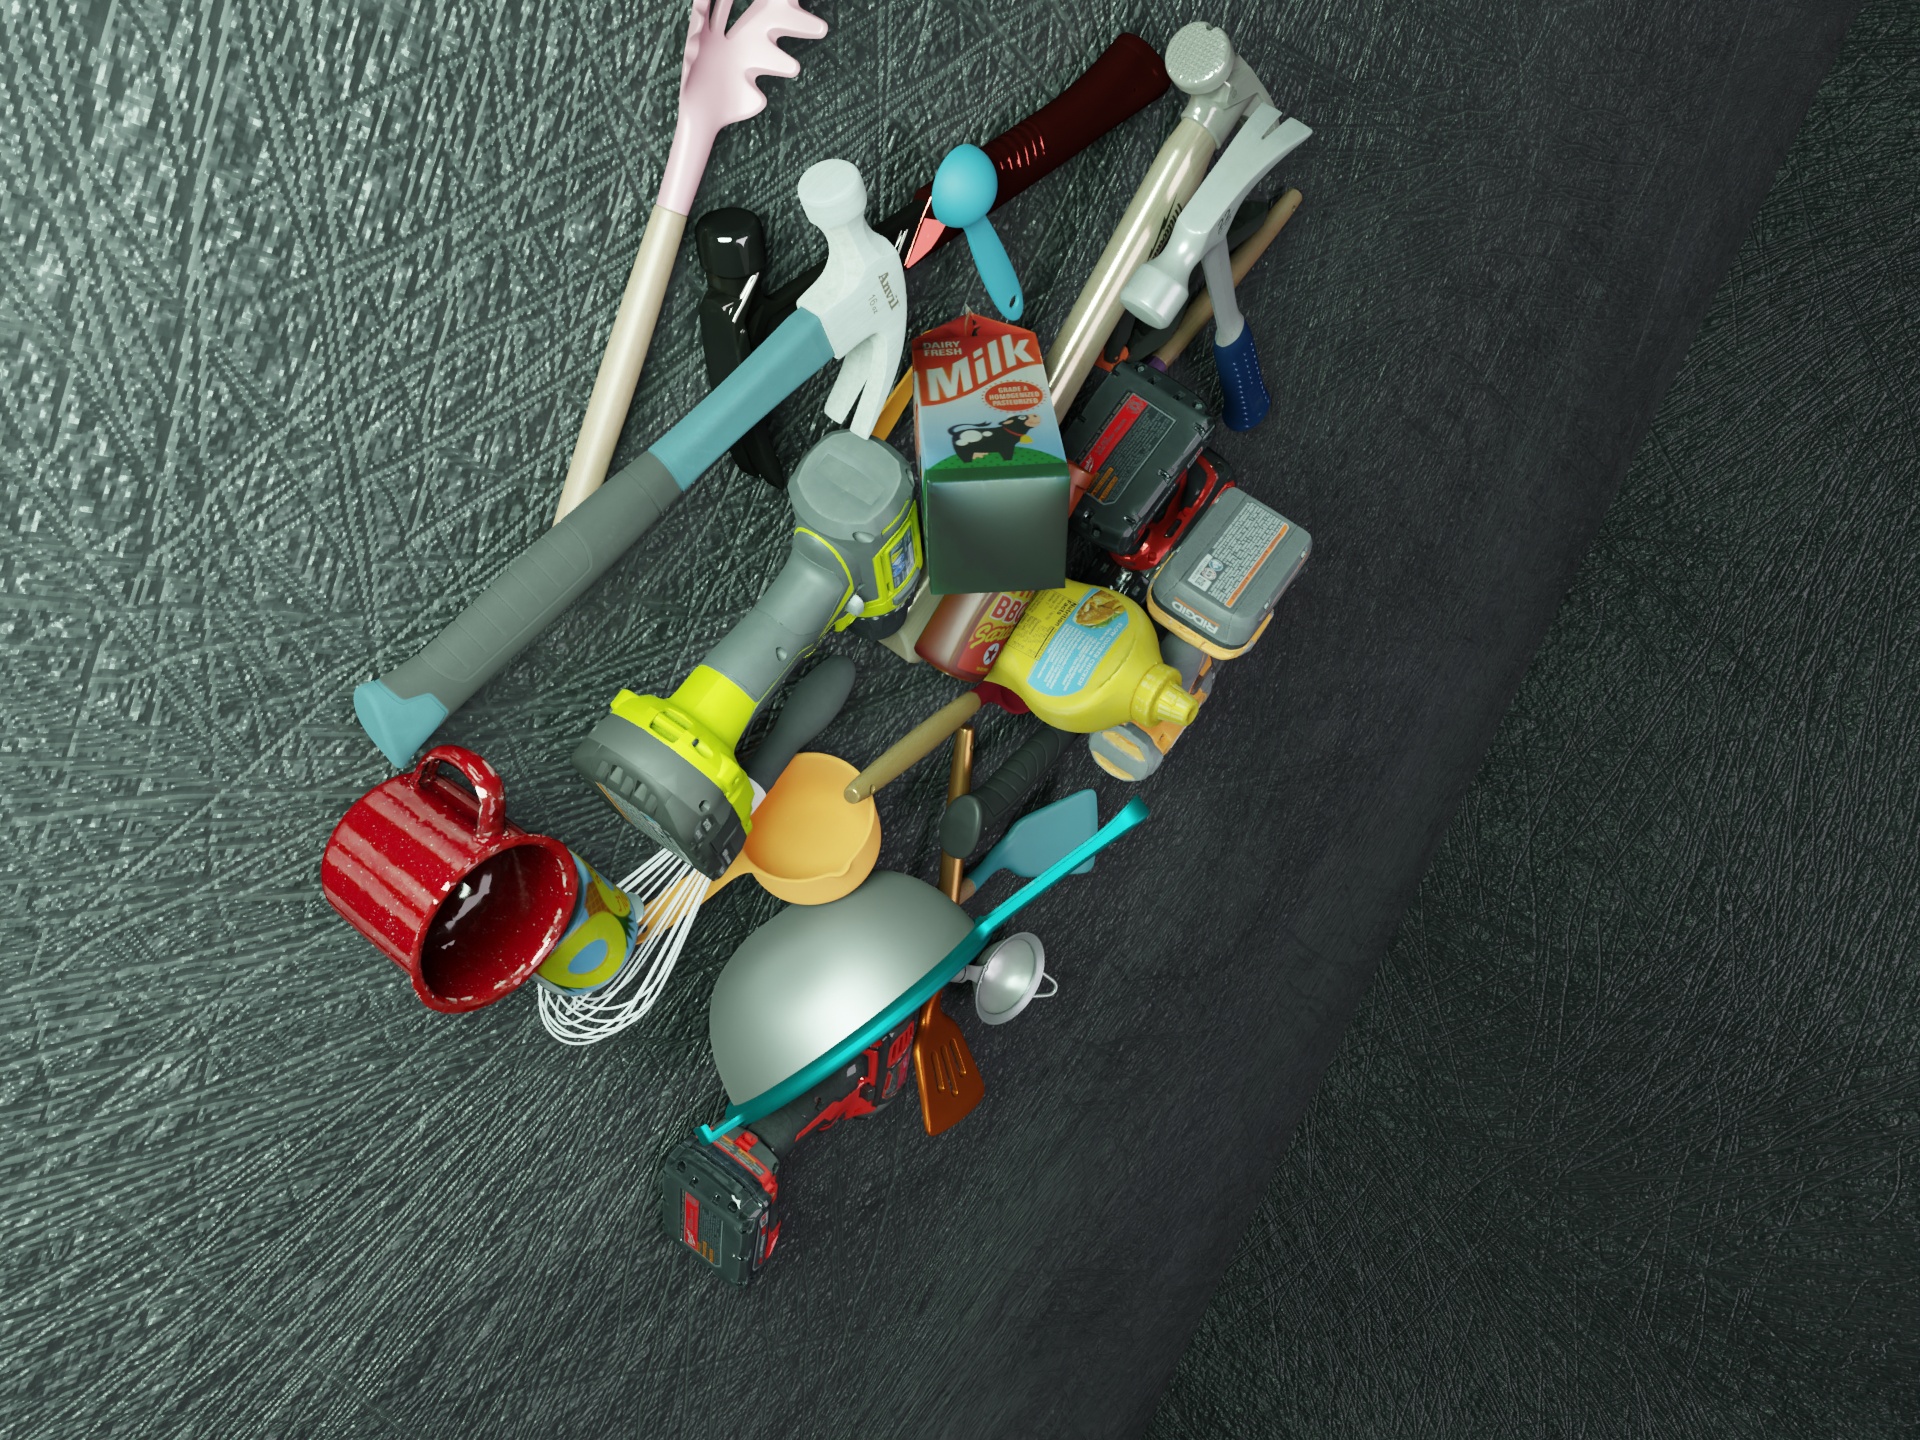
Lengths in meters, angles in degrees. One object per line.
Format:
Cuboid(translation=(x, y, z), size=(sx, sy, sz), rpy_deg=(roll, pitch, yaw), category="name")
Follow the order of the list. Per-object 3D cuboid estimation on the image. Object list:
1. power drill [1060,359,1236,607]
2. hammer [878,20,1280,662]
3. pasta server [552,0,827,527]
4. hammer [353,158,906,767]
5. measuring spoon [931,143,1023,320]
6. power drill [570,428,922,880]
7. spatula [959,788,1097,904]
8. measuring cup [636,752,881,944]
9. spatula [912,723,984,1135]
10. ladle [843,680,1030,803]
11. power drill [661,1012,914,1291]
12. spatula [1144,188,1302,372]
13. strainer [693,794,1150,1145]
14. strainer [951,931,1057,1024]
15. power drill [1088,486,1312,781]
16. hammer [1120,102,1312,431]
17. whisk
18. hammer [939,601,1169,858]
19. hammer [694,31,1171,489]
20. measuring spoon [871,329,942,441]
Cuboid(translation=(0.117, -0.139, 1.134), size=(0.188, 0.080, 0.226), rpy_deg=(-53, 163, 1), category="power drill")
Cuboid(translation=(0.069, -0.216, 0.996), size=(0.410, 0.038, 0.146), rpy_deg=(-59, 157, 11), category="hammer")
Cuboid(translation=(-0.134, -0.200, 0.712), size=(0.060, 0.040, 0.316), rpy_deg=(4, 114, -49), category="pasta server")
Cuboid(translation=(-0.147, -0.106, 0.733), size=(0.331, 0.033, 0.128), rpy_deg=(-46, 148, -12), category="hammer")
Cuboid(translation=(0.019, -0.255, 0.855), size=(0.042, 0.021, 0.128), rpy_deg=(-54, 151, -10), category="measuring spoon")
Cuboid(translation=(-0.100, -0.030, 0.873), size=(0.228, 0.080, 0.190), rpy_deg=(-54, 169, -15), category="power drill")
Cuboid(translation=(-0.002, 0.144, 1.253), size=(0.317, 0.044, 0.082), rpy_deg=(-30, 130, -42), category="spatula")
Cuboid(translation=(-0.127, 0.093, 0.974), size=(0.173, 0.095, 0.052), rpy_deg=(-34, 152, -10), category="measuring cup")
Cuboid(translation=(-0.003, 0.158, 1.210), size=(0.081, 0.041, 0.322), rpy_deg=(-21, 122, -53), category="spatula")
Cuboid(translation=(-0.002, -0.003, 1.065), size=(0.315, 0.031, 0.069), rpy_deg=(-38, 129, -60), category="ladle")
Cuboid(translation=(-0.117, 0.301, 1.172), size=(0.220, 0.079, 0.143), rpy_deg=(-41, 153, -40), category="power drill")
Cuboid(translation=(0.157, -0.278, 1.150), size=(0.316, 0.018, 0.059), rpy_deg=(-51, 150, -16), category="spatula")
Cuboid(translation=(-0.039, 0.124, 1.017), size=(0.340, 0.095, 0.211), rpy_deg=(-38, 179, 14), category="strainer")
Cuboid(translation=(0.001, 0.207, 1.324), size=(0.258, 0.050, 0.087), rpy_deg=(21, 92, -57), category="strainer")
Cuboid(translation=(0.184, -0.073, 1.197), size=(0.185, 0.084, 0.226), rpy_deg=(-50, 169, -32), category="power drill")
Cuboid(translation=(0.187, -0.274, 1.084), size=(0.144, 0.035, 0.405), rpy_deg=(-55, 166, 4), category="hammer")
Cuboid(translation=(-0.146, 0.069, 0.932), size=(0.285, 0.070, 0.070), rpy_deg=(-53, 152, -23), category="whisk")
Cuboid(translation=(0.084, 0.007, 1.244), size=(0.335, 0.035, 0.146), rpy_deg=(-42, 148, -44), category="hammer")
Cuboid(translation=(-0.002, -0.274, 0.866), size=(0.359, 0.037, 0.149), rpy_deg=(-43, 148, -30), category="hammer")
Cuboid(translation=(-0.046, -0.176, 0.916), size=(0.117, 0.011, 0.021), rpy_deg=(-57, 155, 0), category="measuring spoon")
